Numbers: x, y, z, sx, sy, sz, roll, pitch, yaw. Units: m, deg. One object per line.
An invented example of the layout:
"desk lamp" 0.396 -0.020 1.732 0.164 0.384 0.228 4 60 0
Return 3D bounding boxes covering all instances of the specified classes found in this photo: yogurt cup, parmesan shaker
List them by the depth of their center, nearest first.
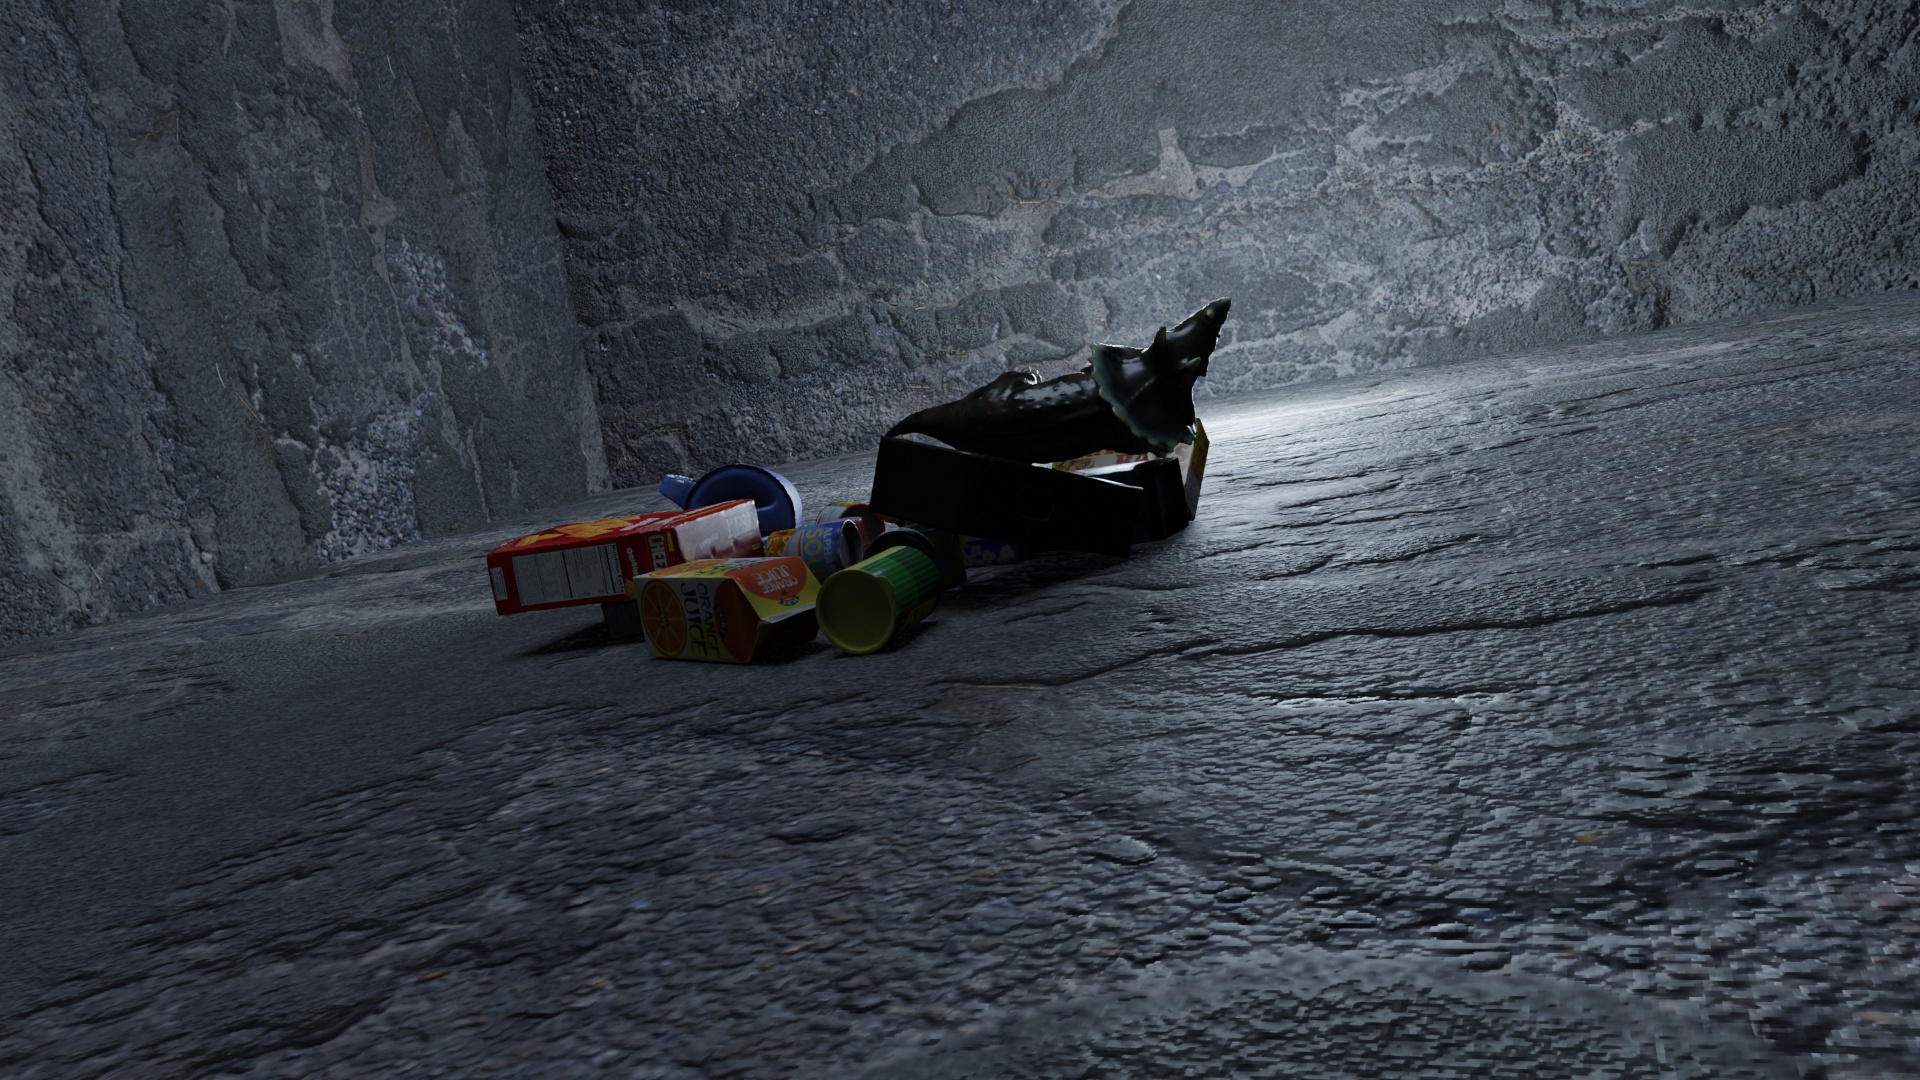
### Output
"parmesan shaker" -0.060 0.044 1.092 0.071 0.071 0.103 -8 7 21
"yogurt cup" -0.130 0.005 1.526 0.072 0.054 0.072 -10 8 2

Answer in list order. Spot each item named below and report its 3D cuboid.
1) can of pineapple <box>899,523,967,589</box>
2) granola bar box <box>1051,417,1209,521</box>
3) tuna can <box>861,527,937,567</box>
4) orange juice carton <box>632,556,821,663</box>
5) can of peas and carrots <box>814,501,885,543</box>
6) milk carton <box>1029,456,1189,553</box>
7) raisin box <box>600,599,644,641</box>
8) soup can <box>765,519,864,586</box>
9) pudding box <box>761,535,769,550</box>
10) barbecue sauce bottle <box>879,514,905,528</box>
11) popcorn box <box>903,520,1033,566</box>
"can of pineapple" -0.029 0.014 1.306 0.071 0.057 0.071 -10 8 1
"granola bar box" 0.174 -0.068 1.483 0.165 0.039 0.125 -7 43 27
"tuna can" -0.052 0.024 1.255 0.071 0.071 0.033 -10 6 6
"orange juice carton" -0.186 0.056 1.149 0.072 0.073 0.192 -17 10 -43
"can of peas and carrots" -0.126 -0.012 1.607 0.071 0.071 0.058 -14 9 -27
"milk carton" 0.123 -0.033 1.392 0.190 0.073 0.072 -6 8 30
"raisin box" -0.289 0.063 1.372 0.123 0.040 0.086 -13 7 -12
"soup can" -0.149 0.017 1.414 0.084 0.071 0.071 -9 7 16
"pudding box" -0.226 0.020 1.570 0.084 0.030 0.049 -14 -23 -27
"barbecue sauce bottle" -0.052 -0.035 1.638 0.065 0.044 0.148 -16 -8 19
"popcorn box" 0.005 -0.017 1.394 0.126 0.085 0.038 -6 7 31
